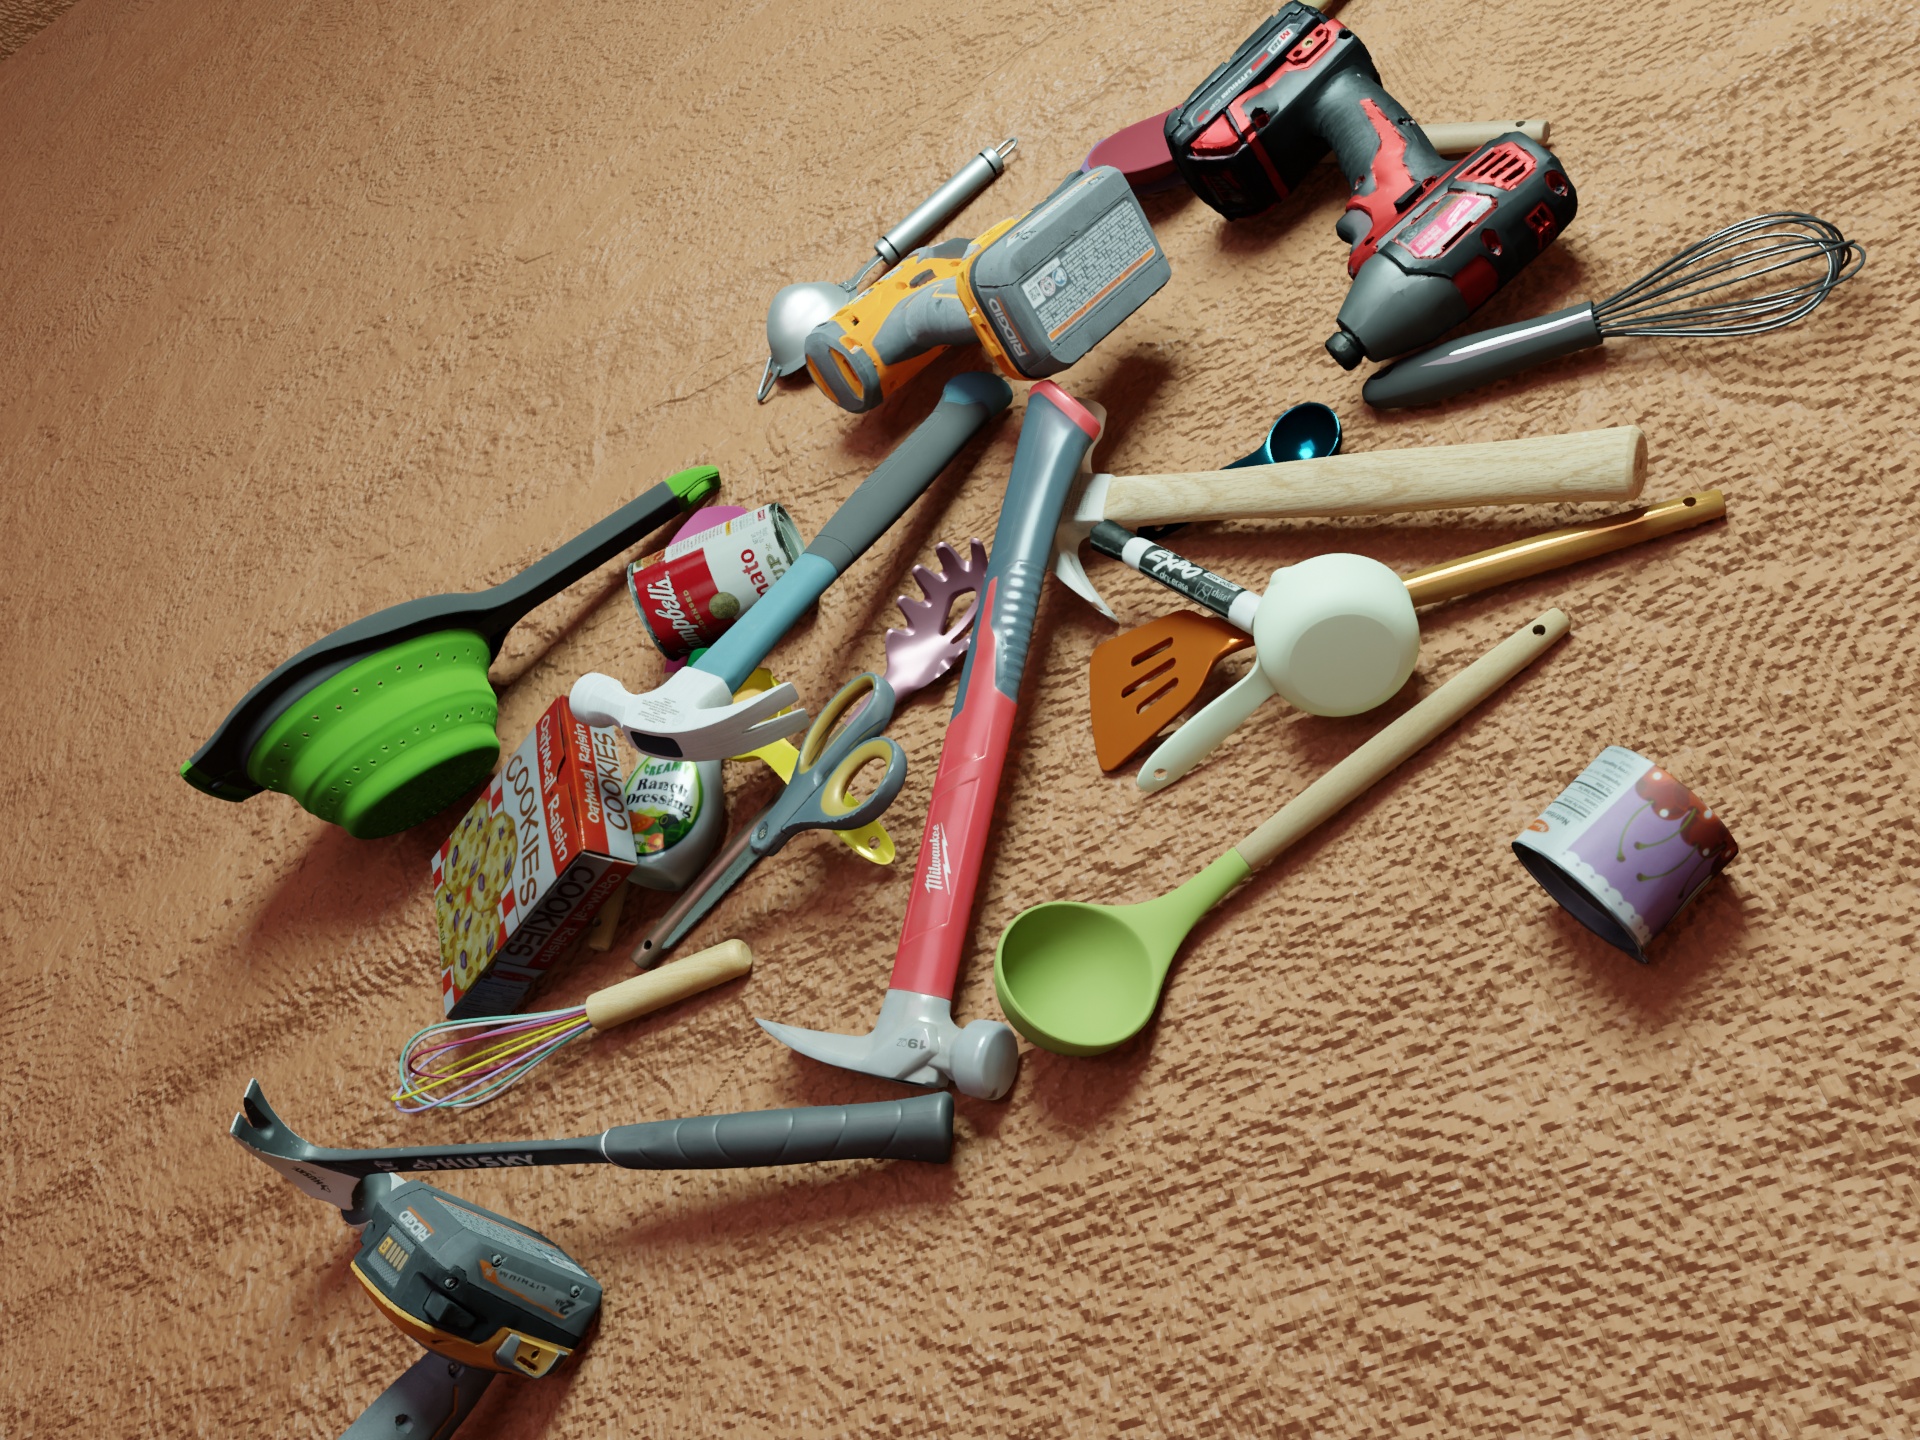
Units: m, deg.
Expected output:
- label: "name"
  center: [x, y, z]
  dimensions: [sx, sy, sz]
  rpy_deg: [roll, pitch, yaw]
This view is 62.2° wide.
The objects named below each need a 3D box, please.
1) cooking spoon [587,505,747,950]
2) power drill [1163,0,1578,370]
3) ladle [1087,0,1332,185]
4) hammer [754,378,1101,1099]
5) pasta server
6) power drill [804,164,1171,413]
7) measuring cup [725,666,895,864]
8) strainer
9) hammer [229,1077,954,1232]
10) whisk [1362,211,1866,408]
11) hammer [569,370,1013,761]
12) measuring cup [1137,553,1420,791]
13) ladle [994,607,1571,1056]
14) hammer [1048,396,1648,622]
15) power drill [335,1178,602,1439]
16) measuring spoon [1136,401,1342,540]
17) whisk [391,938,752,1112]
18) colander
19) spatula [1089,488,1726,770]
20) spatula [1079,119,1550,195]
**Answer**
- label: "cooking spoon"
  center: [-0.190, -0.005, 1.020]
  dimensions: [0.069, 0.017, 0.319]
  rpy_deg: [1, 62, 21]
- label: "power drill"
  center: [0.215, -0.291, 0.878]
  dimensions: [0.143, 0.078, 0.220]
  rpy_deg: [-42, 52, 11]
- label: "ladle"
  center: [0.205, -0.443, 1.016]
  dimensions: [0.315, 0.031, 0.069]
  rpy_deg: [-44, 44, -5]
- label: "hammer"
  center: [-0.001, -0.003, 0.849]
  dimensions: [0.143, 0.038, 0.386]
  rpy_deg: [3, 72, 33]
- label: "pasta server"
  center: [-0.084, 0.024, 0.921]
  dimensions: [0.316, 0.040, 0.060]
  rpy_deg: [-47, 62, 1]
- label: "power drill"
  center: [0.019, -0.264, 0.969]
  dimensions: [0.164, 0.084, 0.226]
  rpy_deg: [-44, 25, -24]
- label: "measuring cup"
  center: [-0.090, 0.028, 0.901]
  dimensions: [0.157, 0.029, 0.062]
  rpy_deg: [42, 93, 17]
- label: "strainer"
  center: [-0.060, -0.328, 1.124]
  dimensions: [0.258, 0.050, 0.087]
  rpy_deg: [-41, 34, 1]
- label: "hammer"
  center: [-0.192, 0.219, 0.825]
  dimensions: [0.409, 0.149, 0.036]
  rpy_deg: [-9, 50, 21]
- label: "whisk"
  center: [0.316, -0.196, 0.793]
  dimensions: [0.239, 0.055, 0.055]
  rpy_deg: [-13, 56, 32]
- label: "hammer"
  center: [-0.075, -0.099, 0.929]
  dimensions: [0.128, 0.033, 0.331]
  rpy_deg: [19, 56, 33]
- label: "measuring cup"
  center: [0.148, -0.009, 0.770]
  dimensions: [0.167, 0.083, 0.038]
  rpy_deg: [-43, 22, 23]
- label: "ladle"
  center: [0.152, 0.046, 0.743]
  dimensions: [0.320, 0.062, 0.078]
  rpy_deg: [-38, 65, 4]
- label: "hammer"
  center: [0.176, -0.117, 0.821]
  dimensions: [0.331, 0.031, 0.130]
  rpy_deg: [2, 73, 37]
- label: "power drill"
  center: [-0.302, 0.344, 0.771]
  dimensions: [0.084, 0.185, 0.226]
  rpy_deg: [21, 72, 41]
- label: "measuring spoon"
  center: [0.155, -0.130, 0.878]
  dimensions: [0.128, 0.021, 0.042]
  rpy_deg: [-29, 57, 27]
- label: "whisk"
  center: [-0.229, 0.175, 0.923]
  dimensions: [0.245, 0.047, 0.051]
  rpy_deg: [-23, 64, 14]
- label: "colander"
  center: [-0.309, -0.033, 1.065]
  dimensions: [0.397, 0.204, 0.094]
  rpy_deg: [-35, 82, -10]
- label: "spatula"
  center: [0.208, -0.055, 0.791]
  dimensions: [0.322, 0.041, 0.081]
  rpy_deg: [-16, 54, 20]
- label: "spatula"
  center: [0.202, -0.349, 0.976]
  dimensions: [0.316, 0.018, 0.060]
  rpy_deg: [11, 65, 38]
